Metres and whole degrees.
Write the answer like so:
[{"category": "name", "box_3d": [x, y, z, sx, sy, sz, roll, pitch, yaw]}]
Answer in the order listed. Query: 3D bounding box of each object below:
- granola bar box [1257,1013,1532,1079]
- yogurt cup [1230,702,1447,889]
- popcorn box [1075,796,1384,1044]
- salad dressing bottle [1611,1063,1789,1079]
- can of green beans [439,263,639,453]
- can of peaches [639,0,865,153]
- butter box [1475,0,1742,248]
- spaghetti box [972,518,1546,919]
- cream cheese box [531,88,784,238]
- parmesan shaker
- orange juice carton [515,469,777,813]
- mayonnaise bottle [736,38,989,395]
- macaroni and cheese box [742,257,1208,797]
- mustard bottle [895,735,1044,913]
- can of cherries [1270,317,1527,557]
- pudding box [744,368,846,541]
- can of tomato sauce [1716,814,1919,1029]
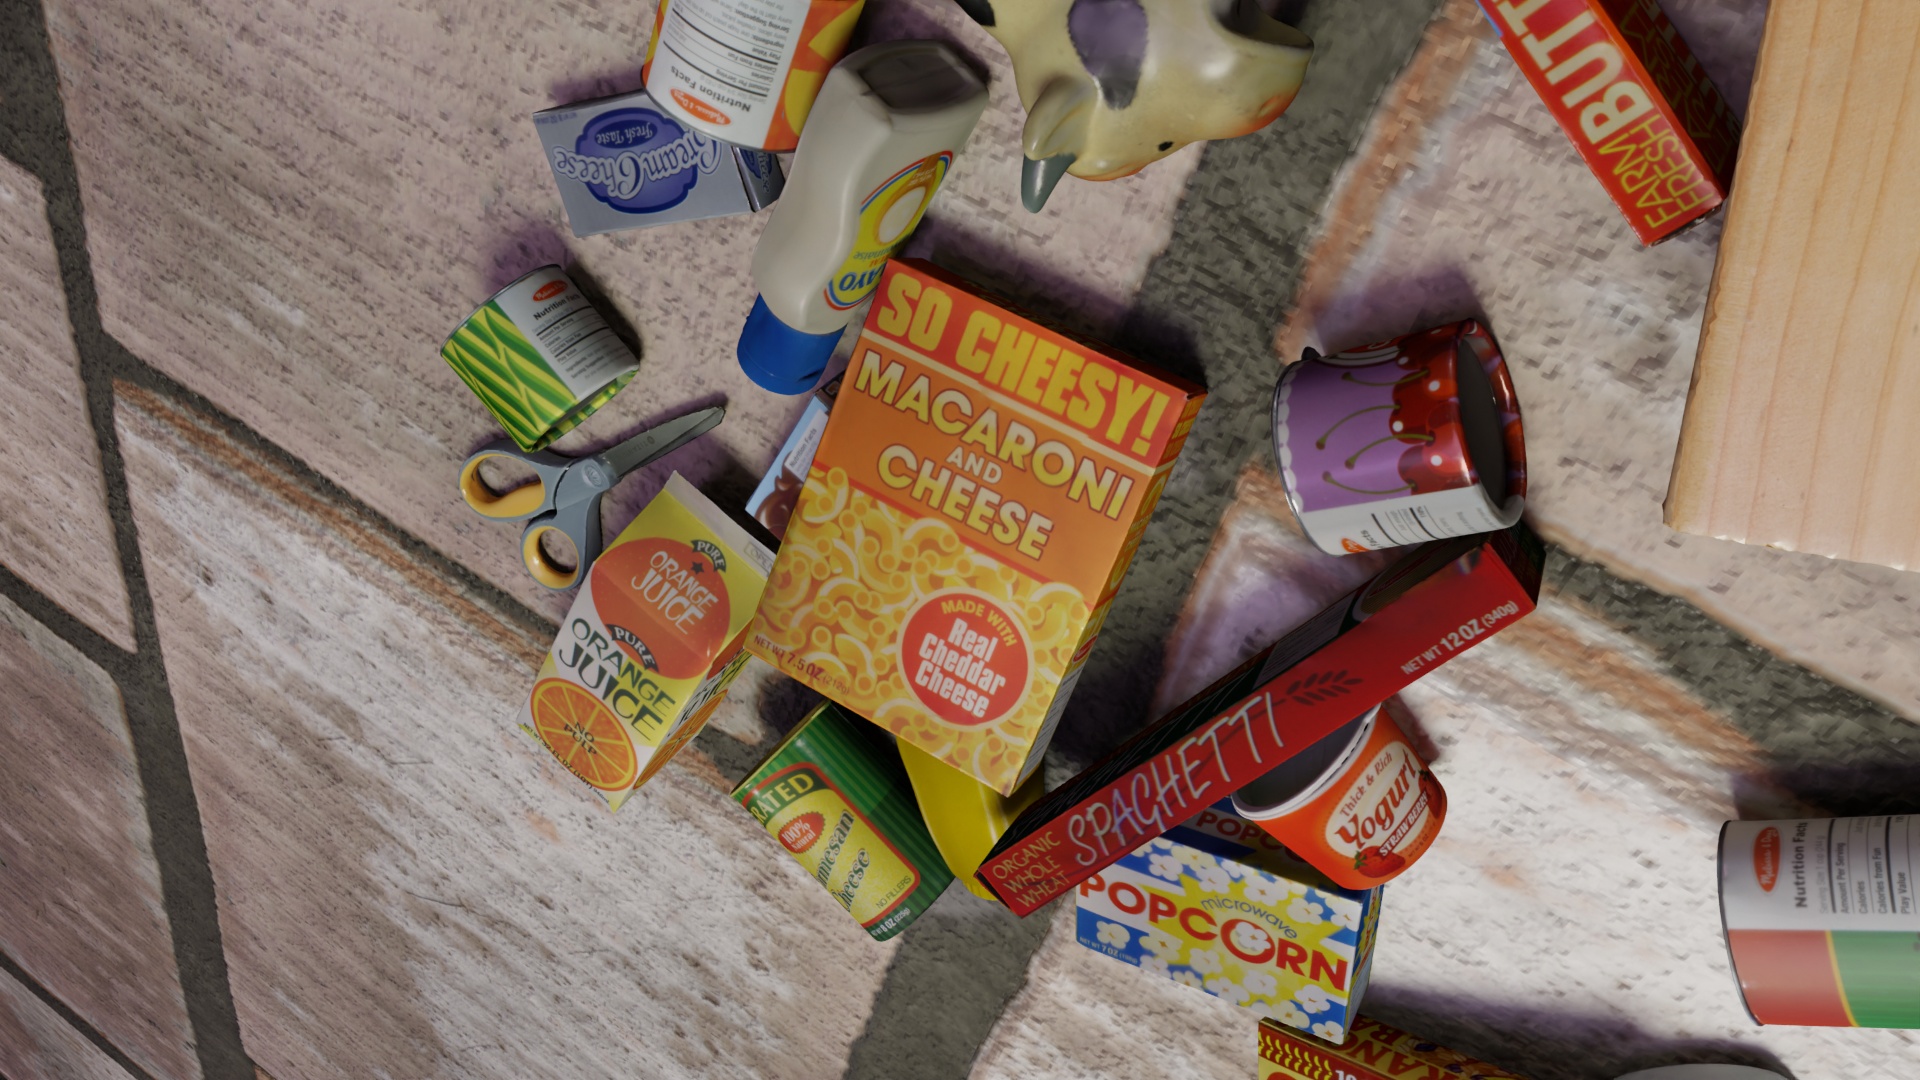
[{"category": "granola bar box", "box_3d": [0.200, 0.274, 0.569, 0.165, 0.039, 0.124, 7, 104, 48]}, {"category": "yogurt cup", "box_3d": [0.144, 0.093, 0.523, 0.054, 0.073, 0.072, 44, 134, -10]}, {"category": "popcorn box", "box_3d": [0.113, 0.154, 0.599, 0.127, 0.038, 0.084, 14, 124, 26]}, {"category": "salad dressing bottle", "box_3d": [0.263, 0.246, 0.559, 0.064, 0.044, 0.147, 51, 135, -8]}, {"category": "can of green beans", "box_3d": [-0.187, -0.081, 0.623, 0.058, 0.071, 0.071, 51, 133, -6]}, {"category": "can of peaches", "box_3d": [-0.071, -0.178, 0.482, 0.071, 0.071, 0.057, 34, 128, 10]}, {"category": "butter box", "box_3d": [0.166, -0.132, 0.365, 0.103, 0.053, 0.024, 52, 135, -6]}, {"category": "spaghetti box", "box_3d": [0.101, 0.069, 0.514, 0.028, 0.050, 0.249, 50, 123, 1]}, {"category": "cream cheese box", "box_3d": [-0.123, -0.155, 0.560, 0.104, 0.024, 0.053, 2, 120, 33]}, {"category": "parmesan shaker", "box_3d": [-0.051, 0.135, 0.676, 0.103, 0.072, 0.071, 45, 133, -1]}, {"category": "orange juice carton", "box_3d": [-0.143, 0.046, 0.673, 0.072, 0.073, 0.191, 42, 133, 3]}, {"category": "mayonnaise bottle", "box_3d": [-0.044, -0.113, 0.512, 0.041, 0.065, 0.147, 47, 138, 11]}, {"category": "macaroni and cheese box", "box_3d": [0.002, -0.007, 0.526, 0.124, 0.040, 0.166, 27, 108, 14]}, {"category": "mustard bottle", "box_3d": [0.010, 0.114, 0.625, 0.049, 0.066, 0.159, 5, 124, 26]}, {"category": "can of cherries", "box_3d": [0.139, -0.034, 0.440, 0.058, 0.072, 0.071, -12, 112, 38]}, {"category": "pudding box", "box_3d": [-0.053, -0.028, 0.594, 0.049, 0.030, 0.083, 41, 133, 2]}, {"category": "can of tomato sauce", "box_3d": [0.294, 0.121, 0.440, 0.083, 0.071, 0.071, -13, 112, 38]}]
